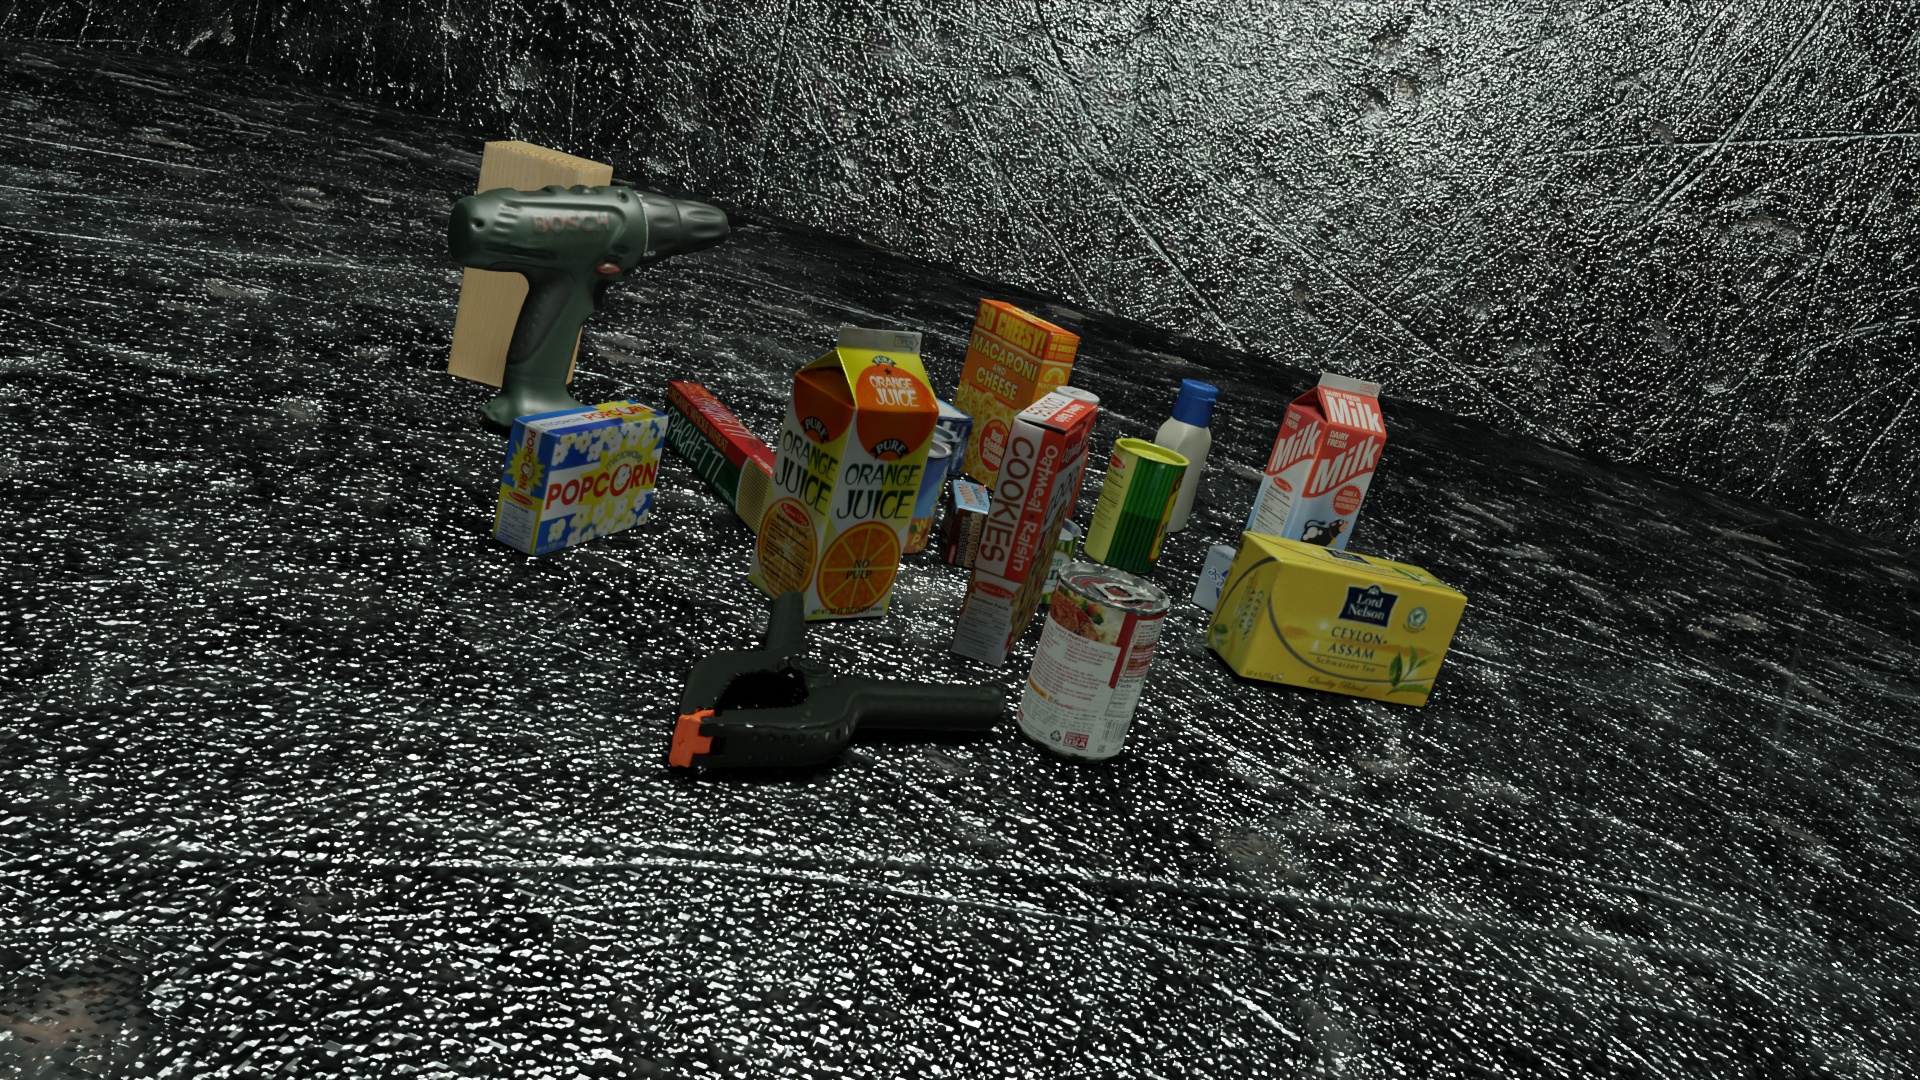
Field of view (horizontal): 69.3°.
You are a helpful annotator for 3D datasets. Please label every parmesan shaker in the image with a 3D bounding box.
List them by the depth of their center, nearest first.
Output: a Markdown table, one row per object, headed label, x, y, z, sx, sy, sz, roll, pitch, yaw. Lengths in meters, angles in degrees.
| label | x | y | z | sx | sy | sz | roll | pitch | yaw |
| --- | --- | --- | --- | --- | --- | --- | --- | --- | --- |
| parmesan shaker | 0.153 | -0.031 | 1.220 | 0.071 | 0.102 | 0.071 | 14 | 17 | -4 |

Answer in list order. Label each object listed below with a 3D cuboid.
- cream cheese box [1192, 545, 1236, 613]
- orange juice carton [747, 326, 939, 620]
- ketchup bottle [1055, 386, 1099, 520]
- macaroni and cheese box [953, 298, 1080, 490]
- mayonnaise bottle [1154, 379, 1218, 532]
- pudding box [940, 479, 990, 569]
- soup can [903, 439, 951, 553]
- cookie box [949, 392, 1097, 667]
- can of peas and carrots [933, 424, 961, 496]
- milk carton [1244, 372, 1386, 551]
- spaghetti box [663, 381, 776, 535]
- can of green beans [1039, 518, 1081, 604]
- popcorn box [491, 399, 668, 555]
| label | x | y | z | sx | sy | sz | roll | pitch | yaw |
| --- | --- | --- | --- | --- | --- | --- | --- | --- | --- |
| cream cheese box | 0.241 | 0.048 | 1.132 | 0.024 | 0.053 | 0.104 | -1 | 23 | -44 |
| orange juice carton | -0.075 | -0.048 | 0.923 | 0.072 | 0.192 | 0.073 | -1 | 23 | -43 |
| ketchup bottle | 0.077 | -0.050 | 1.136 | 0.043 | 0.148 | 0.065 | 21 | 18 | 19 |
| macaroni and cheese box | 0.046 | -0.139 | 1.359 | 0.040 | 0.166 | 0.124 | 3 | 21 | -36 |
| mayonnaise bottle | 0.212 | -0.082 | 1.354 | 0.065 | 0.147 | 0.041 | -1 | 23 | -43 |
| pudding box | 0.004 | -0.014 | 1.128 | 0.030 | 0.049 | 0.084 | 13 | 17 | -7 |
| soup can | -0.047 | -0.040 | 1.105 | 0.071 | 0.083 | 0.071 | 14 | 17 | -4 |
| cookie box | 0.046 | -0.011 | 0.956 | 0.040 | 0.166 | 0.123 | 18 | 17 | 10 |
| can of peas and carrots | -0.040 | -0.074 | 1.263 | 0.071 | 0.058 | 0.071 | 14 | 17 | -4 |
| milk carton | 0.352 | -0.068 | 1.361 | 0.072 | 0.189 | 0.073 | 9 | 18 | -22 |
| spaghetti box | -0.193 | -0.072 | 1.136 | 0.029 | 0.050 | 0.251 | 5 | 20 | -32 |
| can of green beans | 0.054 | 0.011 | 1.080 | 0.071 | 0.057 | 0.071 | 14 | 17 | -4 |
| popcorn box | -0.255 | -0.045 | 0.939 | 0.038 | 0.085 | 0.127 | 21 | 18 | 18 |
